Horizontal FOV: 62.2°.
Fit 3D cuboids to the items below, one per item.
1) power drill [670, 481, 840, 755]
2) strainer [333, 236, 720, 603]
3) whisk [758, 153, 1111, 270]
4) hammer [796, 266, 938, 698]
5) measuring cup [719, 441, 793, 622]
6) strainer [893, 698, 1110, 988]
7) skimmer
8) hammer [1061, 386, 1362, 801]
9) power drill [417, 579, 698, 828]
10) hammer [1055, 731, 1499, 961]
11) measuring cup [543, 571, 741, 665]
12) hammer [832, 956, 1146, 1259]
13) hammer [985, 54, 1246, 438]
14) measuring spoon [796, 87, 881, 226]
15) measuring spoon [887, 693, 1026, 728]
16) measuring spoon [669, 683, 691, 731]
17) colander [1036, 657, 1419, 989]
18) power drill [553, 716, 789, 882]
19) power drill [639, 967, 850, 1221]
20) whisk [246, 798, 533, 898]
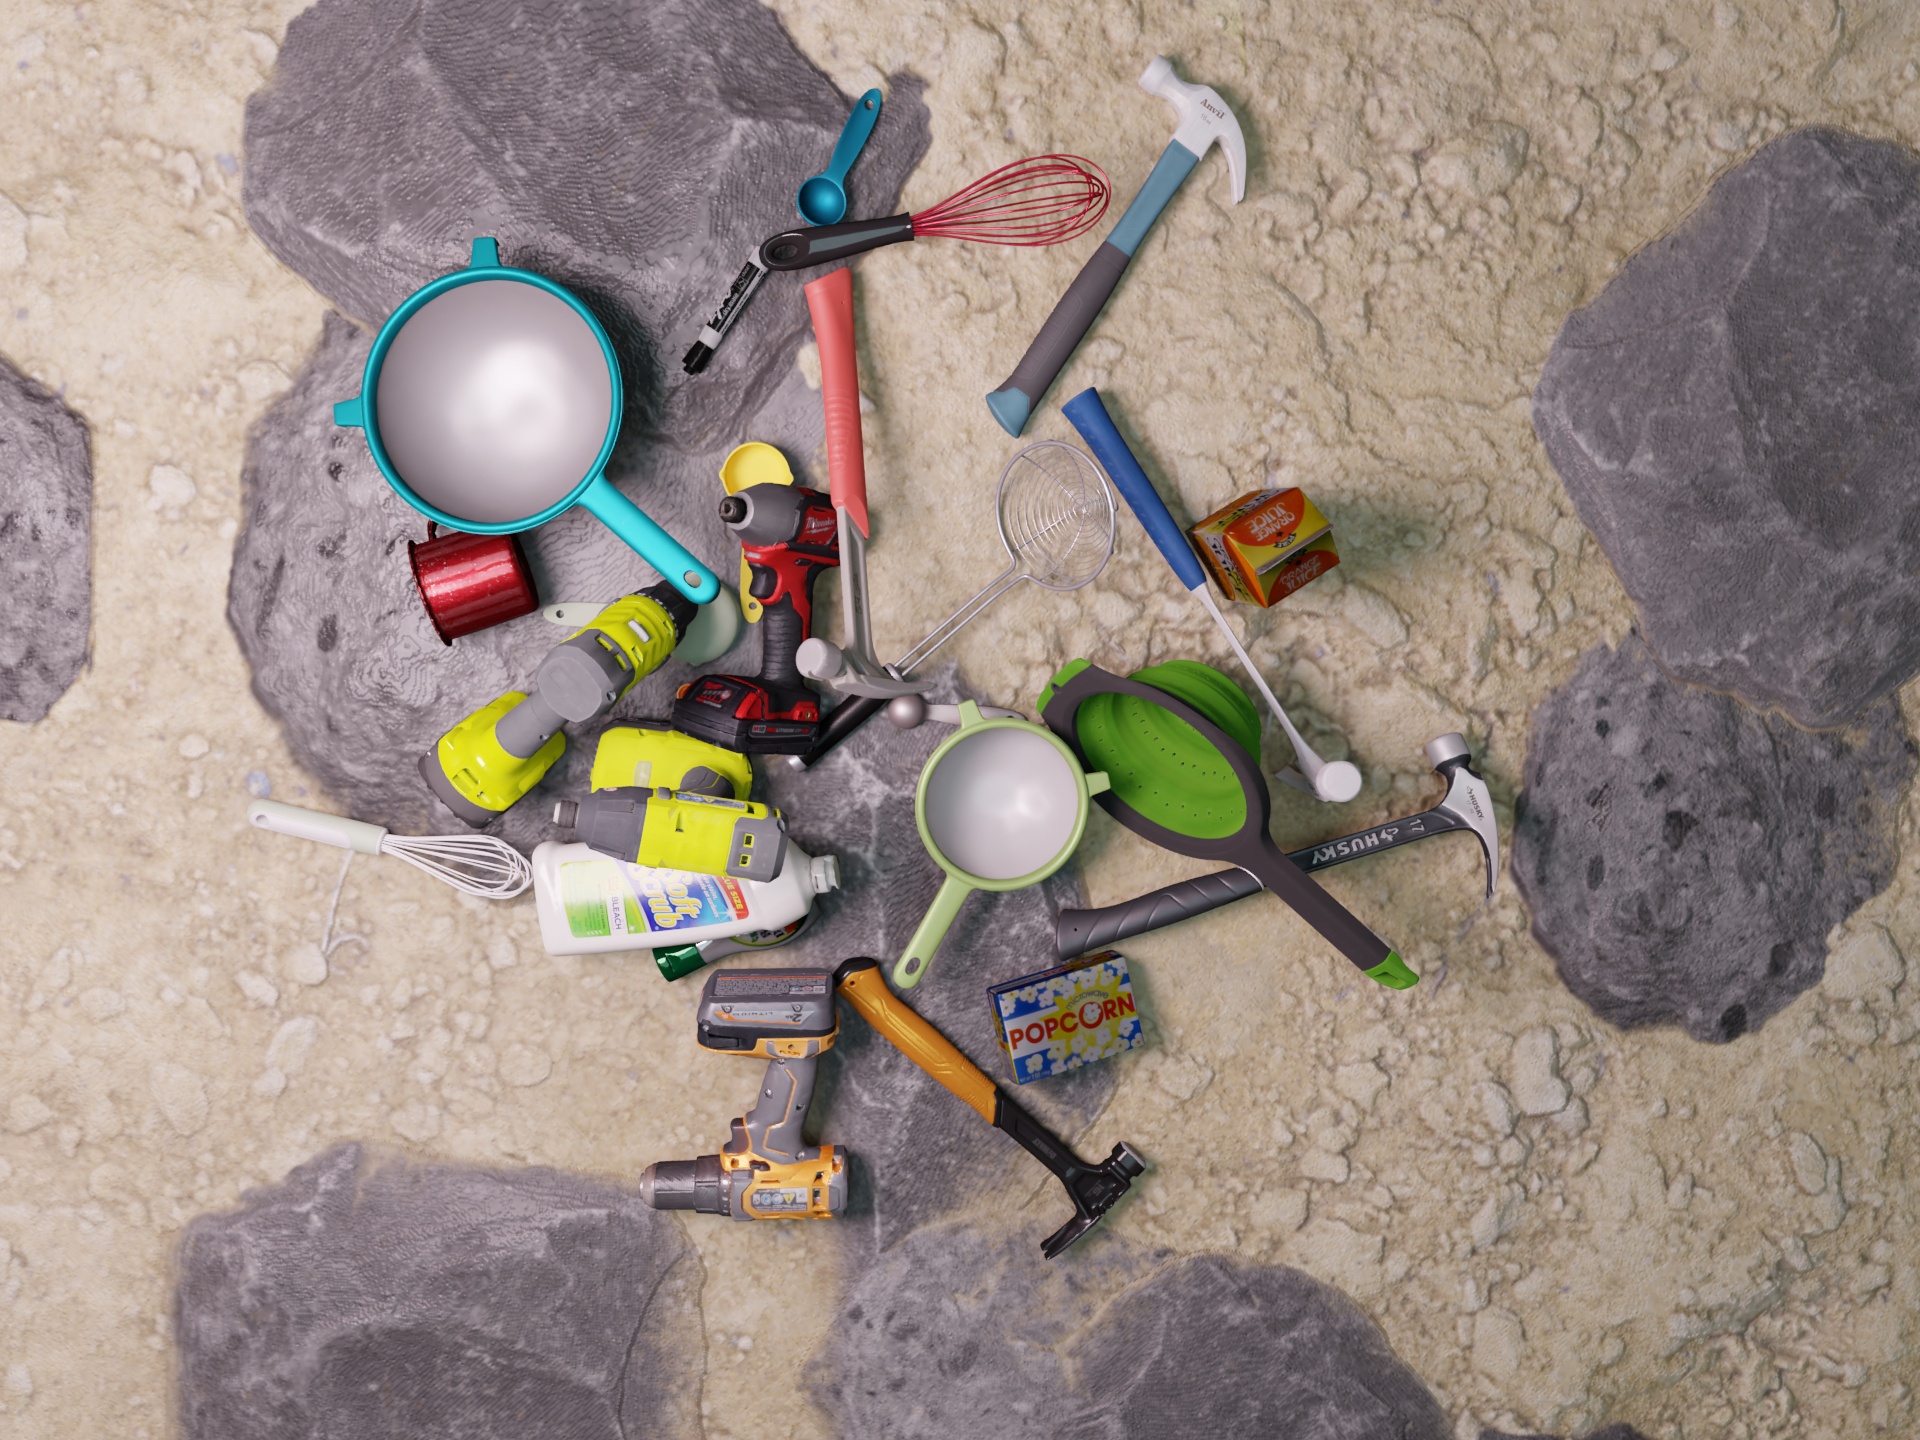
[{"bbox_3d":[-0.160,-0.087,1.314,0.079,0.143,0.219,17,98,34],"label":"power drill"},{"bbox_3d":[-0.318,-0.210,1.287,0.340,0.095,0.211,41,93,2],"label":"strainer"},{"bbox_3d":[-0.021,-0.410,1.310,0.296,0.073,0.073,-11,98,1],"label":"whisk"},{"bbox_3d":[-0.087,-0.198,1.308,0.037,0.149,0.359,-12,76,34],"label":"hammer"},{"bbox_3d":[-0.176,-0.162,1.364,0.062,0.029,0.156,2,109,-6],"label":"measuring cup"},{"bbox_3d":[0.008,0.114,1.390,0.151,0.069,0.256,28,95,-10],"label":"strainer"},{"bbox_3d":[-0.018,-0.087,1.351,0.363,0.090,0.127,-41,73,3],"label":"skimmer"},{"bbox_3d":[0.209,-0.105,1.369,0.035,0.144,0.405,-33,90,-3],"label":"hammer"},{"bbox_3d":[-0.315,-0.023,1.281,0.228,0.191,0.080,-35,101,29],"label":"power drill"},{"bbox_3d":[0.279,0.139,1.415,0.409,0.036,0.149,-18,67,2],"label":"hammer"},{"bbox_3d":[-0.271,-0.087,1.351,0.167,0.038,0.083,1,97,-8],"label":"measuring cup"},{"bbox_3d":[0.009,0.339,1.437,0.336,0.034,0.127,43,91,-9],"label":"hammer"},{"bbox_3d":[0.124,-0.389,1.354,0.128,0.033,0.331,34,93,-8],"label":"hammer"},{"bbox_3d":[-0.099,-0.471,1.333,0.042,0.021,0.128,27,85,-15],"label":"measuring spoon"},{"bbox_3d":[-0.002,-0.004,1.398,0.124,0.018,0.034,5,97,-7],"label":"measuring spoon"},{"bbox_3d":[-0.251,0.023,1.385,0.021,0.011,0.117,16,99,-15],"label":"measuring spoon"},{"bbox_3d":[0.250,0.070,1.358,0.397,0.204,0.094,42,61,1],"label":"colander"},{"bbox_3d":[-0.235,0.063,1.273,0.171,0.223,0.080,10,100,-14],"label":"power drill"},{"bbox_3d":[-0.190,0.335,1.391,0.185,0.084,0.226,0,106,-3],"label":"power drill"},{"bbox_3d":[-0.485,0.106,1.355,0.246,0.059,0.057,14,124,-3],"label":"whisk"}]
